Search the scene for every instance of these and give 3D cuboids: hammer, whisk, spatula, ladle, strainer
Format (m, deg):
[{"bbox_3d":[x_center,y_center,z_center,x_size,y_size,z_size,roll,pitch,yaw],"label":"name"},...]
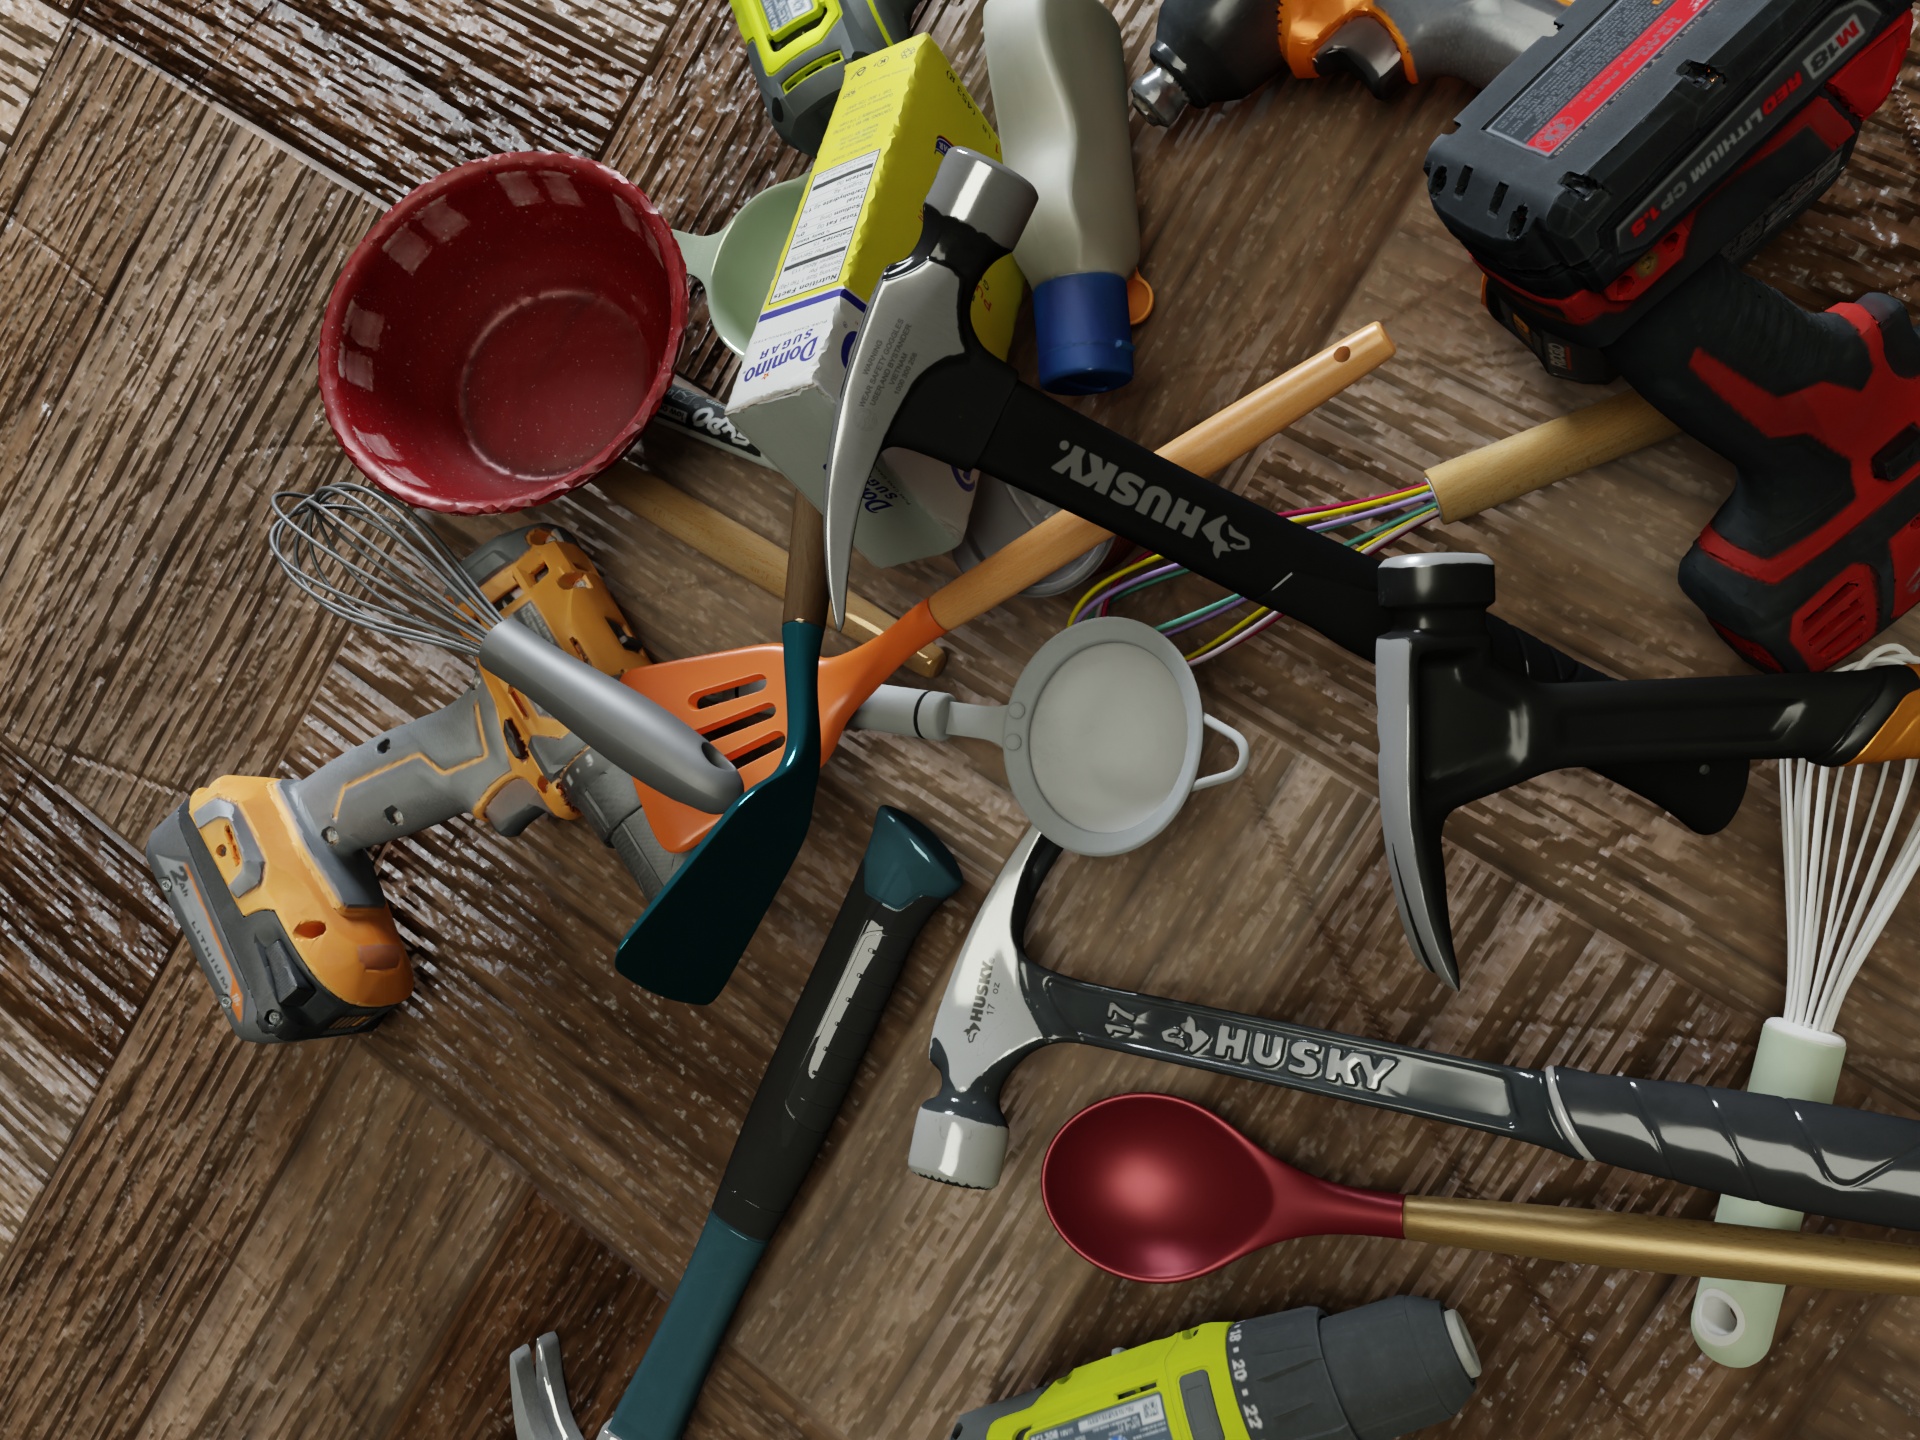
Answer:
[{"bbox_3d":[0.113,-0.040,0.517,0.334,0.035,0.146,25,100,-11],"label":"hammer"},{"bbox_3d":[0.154,-0.071,0.586,0.245,0.051,0.047,-21,101,12],"label":"whisk"},{"bbox_3d":[0.007,-0.051,0.573,0.322,0.041,0.081,-30,67,25],"label":"spatula"},{"bbox_3d":[-0.082,0.192,0.645,0.128,0.033,0.331,26,94,17],"label":"hammer"},{"bbox_3d":[0.179,0.171,0.543,0.315,0.031,0.069,-1,83,25],"label":"ladle"},{"bbox_3d":[0.293,0.006,0.476,0.337,0.034,0.127,-3,94,-2],"label":"hammer"},{"bbox_3d":[0.181,0.121,0.526,0.409,0.036,0.149,7,75,25],"label":"hammer"},{"bbox_3d":[-0.001,-0.002,0.616,0.258,0.050,0.087,8,90,32],"label":"strainer"},{"bbox_3d":[0.282,0.096,0.527,0.058,0.059,0.246,17,96,55],"label":"whisk"},{"bbox_3d":[-0.065,-0.058,0.575,0.044,0.082,0.318,1,72,16],"label":"spatula"},{"bbox_3d":[-0.179,-0.030,0.618,0.239,0.055,0.055,31,96,17],"label":"whisk"}]

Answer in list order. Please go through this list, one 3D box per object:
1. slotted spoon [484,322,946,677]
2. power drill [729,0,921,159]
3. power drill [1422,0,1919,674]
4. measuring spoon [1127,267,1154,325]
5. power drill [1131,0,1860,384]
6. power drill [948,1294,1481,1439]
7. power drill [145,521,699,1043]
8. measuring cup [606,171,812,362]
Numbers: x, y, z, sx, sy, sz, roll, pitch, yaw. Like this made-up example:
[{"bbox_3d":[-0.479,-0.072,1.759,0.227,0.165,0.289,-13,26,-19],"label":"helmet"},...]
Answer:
[{"bbox_3d":[-0.139,-0.097,0.690,0.314,0.031,0.070,30,92,16],"label":"slotted spoon"},{"bbox_3d":[0.000,-0.352,0.638,0.223,0.080,0.171,-23,77,18],"label":"power drill"},{"bbox_3d":[0.268,-0.134,0.472,0.188,0.226,0.080,-43,30,14],"label":"power drill"},{"bbox_3d":[0.060,-0.212,0.642,0.021,0.011,0.117,-16,77,24],"label":"measuring spoon"},{"bbox_3d":[0.176,-0.228,0.568,0.164,0.084,0.227,-43,71,13],"label":"power drill"},{"bbox_3d":[0.105,0.313,0.518,0.190,0.080,0.229,-25,52,16],"label":"power drill"},{"bbox_3d":[-0.212,0.051,0.677,0.226,0.084,0.185,-36,76,8],"label":"power drill"},{"bbox_3d":[-0.100,-0.193,0.684,0.168,0.038,0.083,19,93,33],"label":"measuring cup"}]
